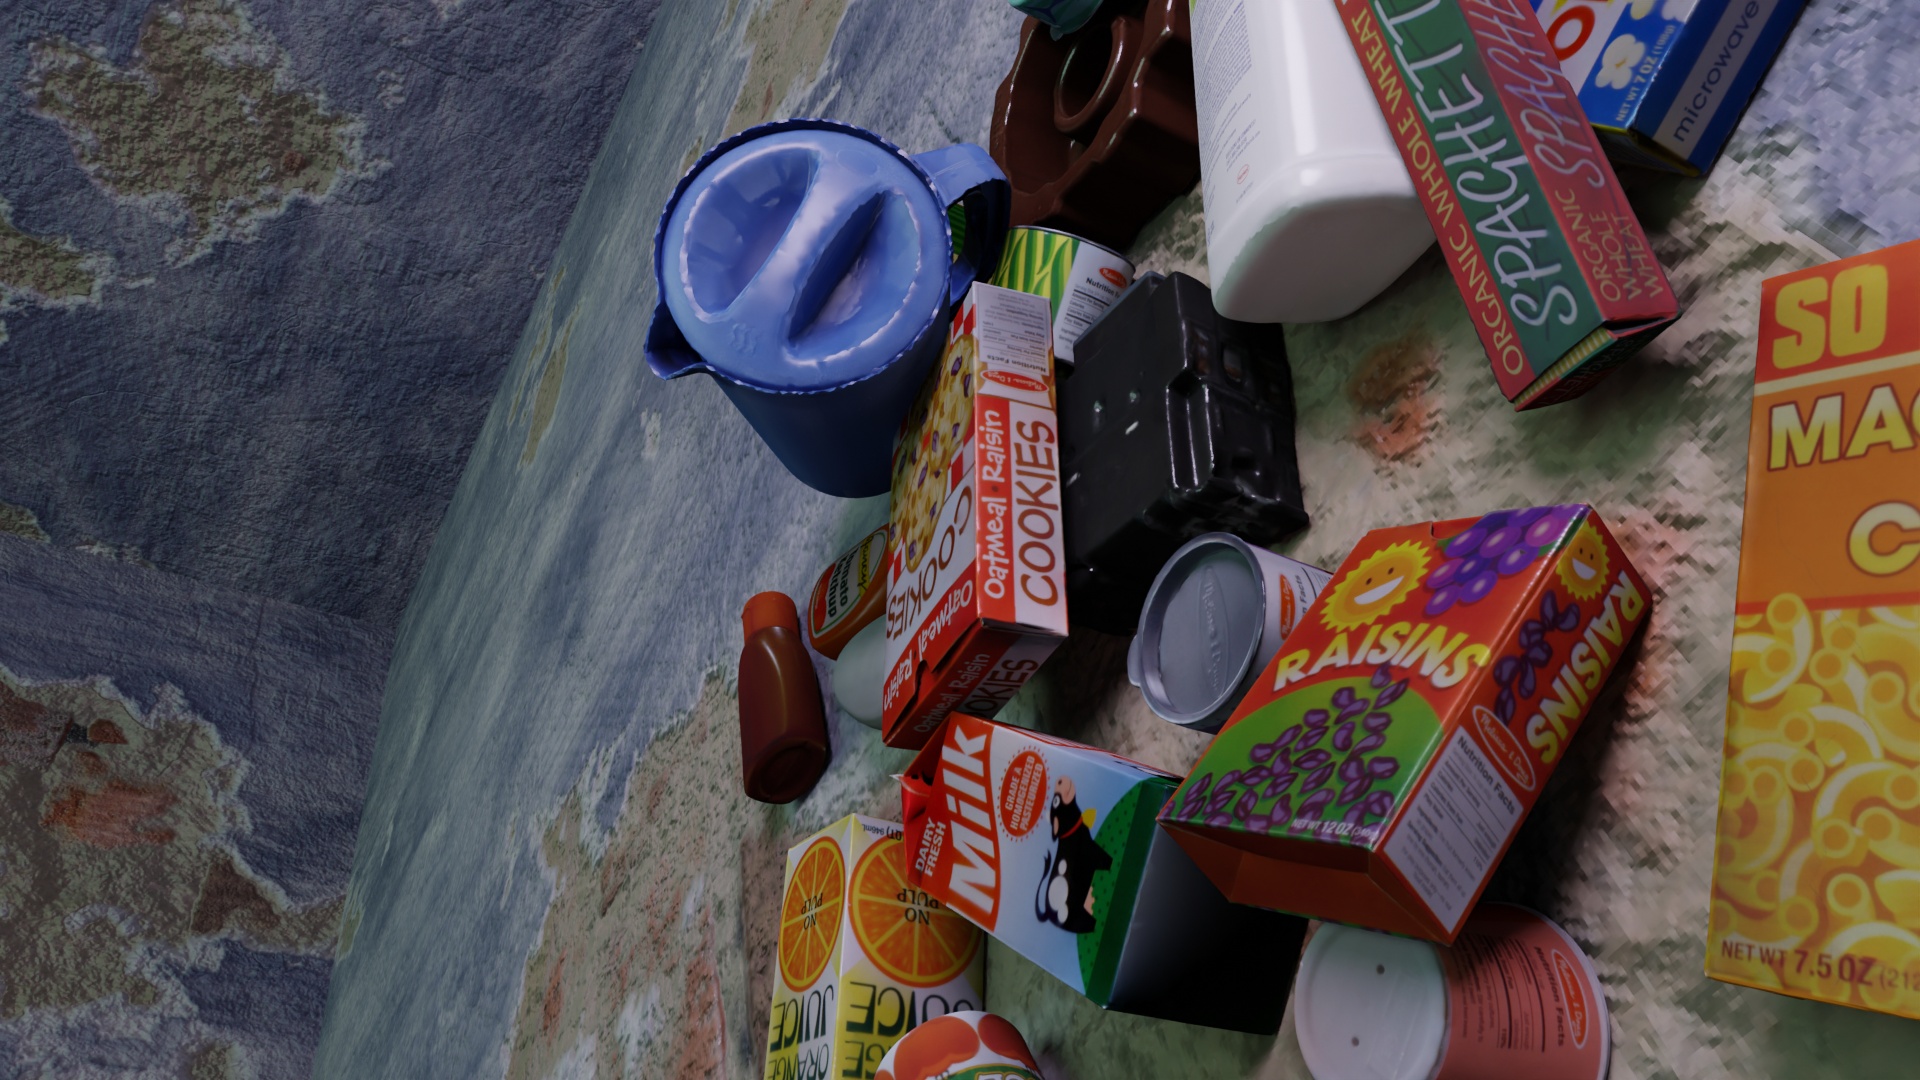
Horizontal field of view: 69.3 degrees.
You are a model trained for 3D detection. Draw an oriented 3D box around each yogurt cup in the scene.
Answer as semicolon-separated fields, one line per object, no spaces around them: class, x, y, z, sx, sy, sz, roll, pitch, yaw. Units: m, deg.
yogurt cup;0.127;0.127;0.371;0.072;0.054;0.073;-40;40;46

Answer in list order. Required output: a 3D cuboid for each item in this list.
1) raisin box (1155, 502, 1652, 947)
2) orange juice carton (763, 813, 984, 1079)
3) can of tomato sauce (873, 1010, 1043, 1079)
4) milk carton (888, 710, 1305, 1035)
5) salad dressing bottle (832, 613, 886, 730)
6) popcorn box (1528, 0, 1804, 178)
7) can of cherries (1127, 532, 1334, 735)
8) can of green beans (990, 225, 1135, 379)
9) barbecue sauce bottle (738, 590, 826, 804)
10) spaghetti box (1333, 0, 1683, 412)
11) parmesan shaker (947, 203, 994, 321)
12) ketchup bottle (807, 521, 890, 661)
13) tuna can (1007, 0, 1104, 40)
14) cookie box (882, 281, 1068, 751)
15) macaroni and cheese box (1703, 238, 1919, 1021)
raisin box;0.123;0.046;0.388;0.124;0.040;0.086;-47;16;-24
orange juice carton;-0.039;0.226;0.609;0.072;0.072;0.193;-39;40;49
can of tomato sauce;0.009;0.229;0.521;0.071;0.071;0.083;-64;26;14
milk carton;0.041;0.114;0.527;0.190;0.072;0.073;7;80;64
salad dressing bottle;-0.012;0.059;0.701;0.147;0.044;0.064;-25;51;54
popcorn box;0.215;-0.181;0.422;0.126;0.038;0.085;-64;27;14
can of cherries;0.101;0.037;0.477;0.071;0.058;0.072;-40;41;47
can of green beans;0.045;-0.114;0.677;0.071;0.071;0.058;17;89;64
barbecue sauce bottle;-0.117;0.092;0.882;0.064;0.044;0.149;-56;29;28
spaghetti box;0.150;-0.161;0.437;0.050;0.029;0.250;119;139;-64
parmesan shaker;-0.029;-0.172;0.817;0.071;0.103;0.071;-41;39;45
ketchup bottle;-0.033;0.017;0.768;0.148;0.043;0.065;-36;38;49
tuna can;0.051;-0.287;0.689;0.070;0.033;0.071;-42;40;48
cookie box;0.002;-0.008;0.600;0.122;0.040;0.168;123;152;-53
macaroni and cheese box;0.222;0.016;0.276;0.123;0.040;0.167;-11;64;61
